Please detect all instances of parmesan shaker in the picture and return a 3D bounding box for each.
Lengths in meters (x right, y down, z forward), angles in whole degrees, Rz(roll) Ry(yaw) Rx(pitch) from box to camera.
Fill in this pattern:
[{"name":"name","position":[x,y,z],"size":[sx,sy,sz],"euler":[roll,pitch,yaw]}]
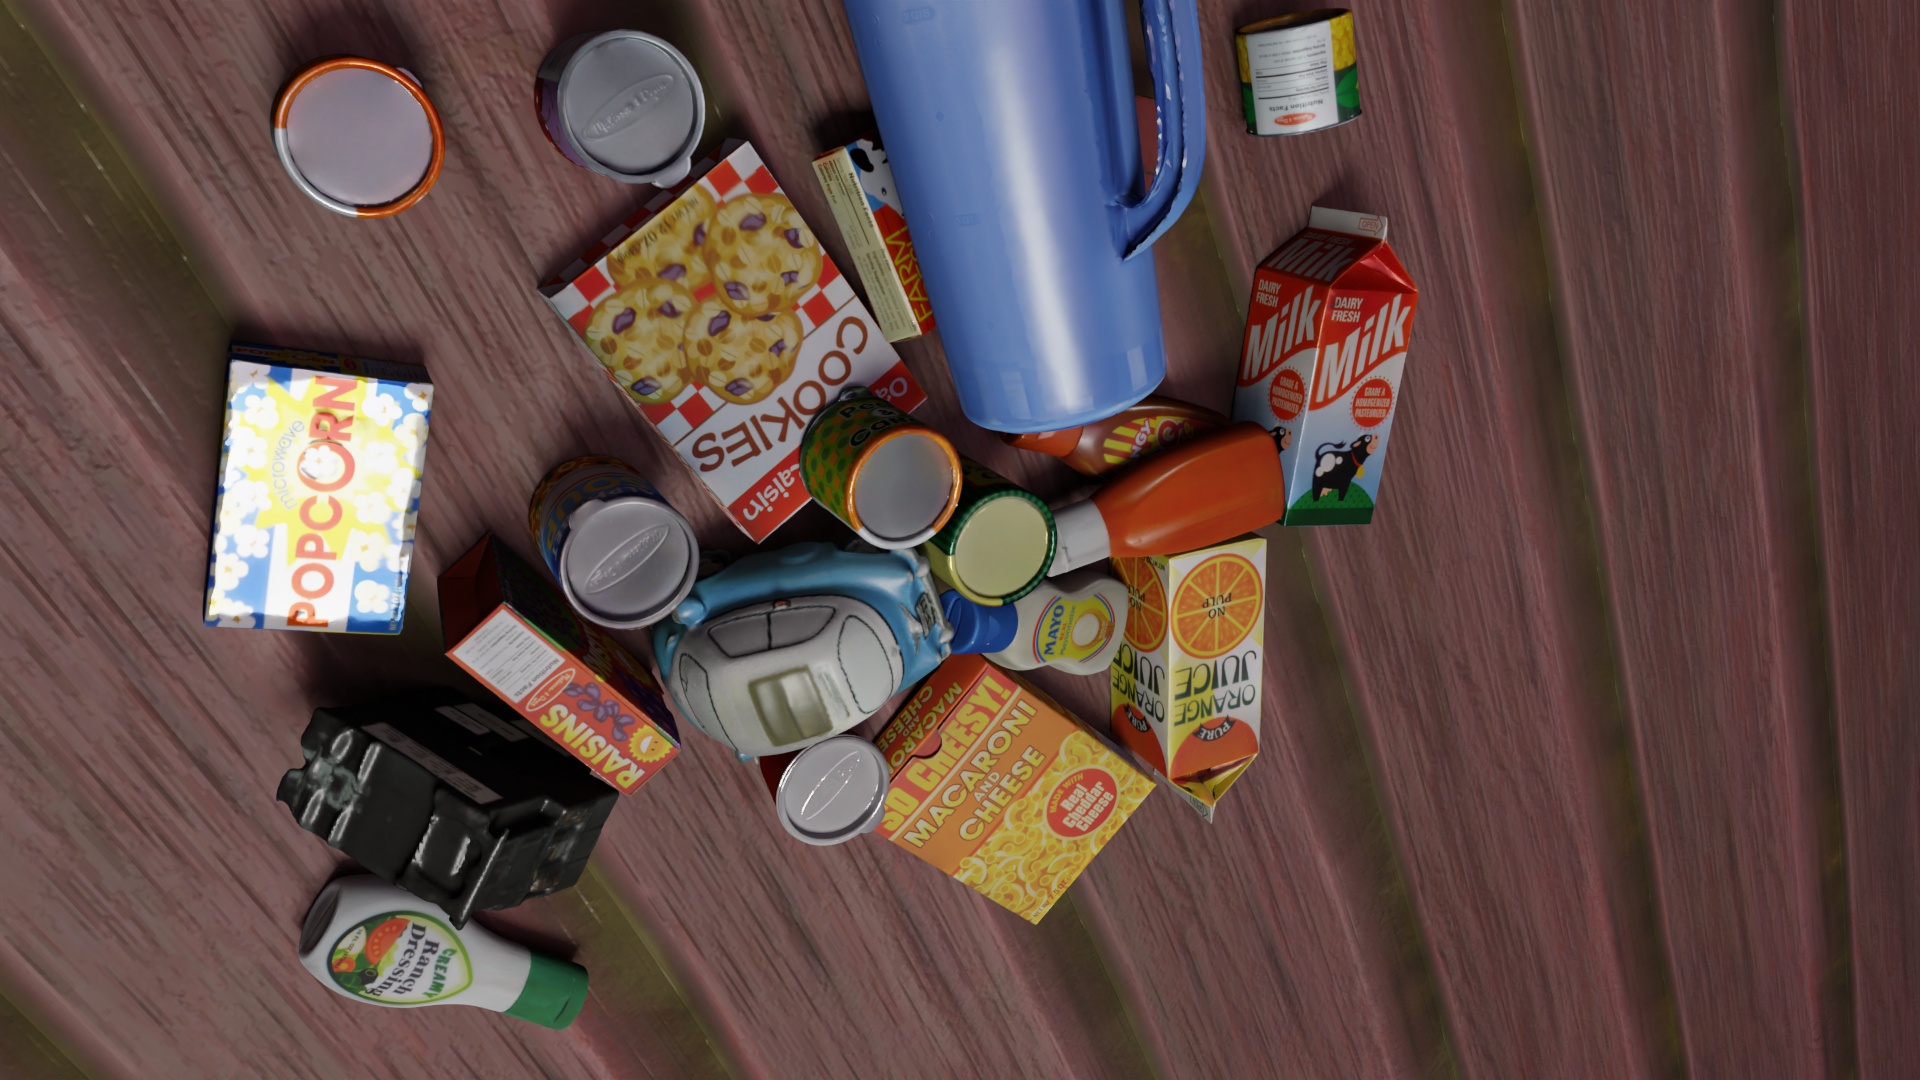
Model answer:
[{"name":"parmesan shaker","position":[0.003,-0.010,0.766],"size":[0.071,0.103,0.071],"euler":[-10,112,-25]}]

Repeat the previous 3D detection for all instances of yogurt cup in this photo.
[{"name":"yogurt cup","position":[-0.082,0.133,0.800],"size":[0.072,0.054,0.072],"euler":[-9,111,-25]}]

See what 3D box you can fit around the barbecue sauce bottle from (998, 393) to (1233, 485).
[{"name":"barbecue sauce bottle","position":[0.093,-0.061,0.831],"size":[0.149,0.044,0.064],"euler":[10,105,-30]}]

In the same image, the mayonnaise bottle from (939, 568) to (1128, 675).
[{"name":"mayonnaise bottle","position":[0.042,0.048,0.816],"size":[0.148,0.041,0.064],"euler":[4,102,-51]}]

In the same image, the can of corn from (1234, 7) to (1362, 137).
[{"name":"can of corn","position":[0.195,-0.270,0.800],"size":[0.071,0.071,0.058],"euler":[-22,116,-19]}]

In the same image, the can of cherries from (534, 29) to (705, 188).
[{"name":"can of cherries","position":[-0.157,-0.198,0.642],"size":[0.072,0.058,0.071],"euler":[-10,111,-26]}]

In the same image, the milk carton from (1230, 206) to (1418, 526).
[{"name":"milk carton","position":[0.225,-0.109,0.867],"size":[0.073,0.072,0.189],"euler":[-2,108,-27]}]

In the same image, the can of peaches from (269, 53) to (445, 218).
[{"name":"can of peaches","position":[-0.258,-0.176,0.596],"size":[0.071,0.058,0.071],"euler":[-9,112,-24]}]

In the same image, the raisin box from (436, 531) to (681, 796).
[{"name":"raisin box","position":[-0.200,0.061,0.694],"size":[0.040,0.086,0.123],"euler":[-42,121,-2]}]

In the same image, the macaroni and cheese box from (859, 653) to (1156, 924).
[{"name":"macaroni and cheese box","position":[0.026,0.154,0.867],"size":[0.166,0.040,0.123],"euler":[38,93,-32]}]

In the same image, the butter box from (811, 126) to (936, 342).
[{"name":"butter box","position":[-0.036,-0.158,0.718],"size":[0.053,0.024,0.103],"euler":[-47,120,-49]}]

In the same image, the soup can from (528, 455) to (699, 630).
[{"name":"soup can","position":[-0.174,-0.003,0.686],"size":[0.071,0.084,0.071],"euler":[-9,112,-25]}]

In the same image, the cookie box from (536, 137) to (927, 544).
[{"name":"cookie box","position":[-0.112,-0.099,0.712],"size":[0.123,0.040,0.167],"euler":[-42,120,-9]}]

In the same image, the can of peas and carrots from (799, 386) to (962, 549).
[{"name":"can of peas and carrots","position":[-0.040,-0.038,0.710],"size":[0.071,0.059,0.070],"euler":[-13,116,-27]}]

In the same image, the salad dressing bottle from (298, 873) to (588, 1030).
[{"name":"salad dressing bottle","position":[-0.270,0.223,0.738],"size":[0.147,0.044,0.064],"euler":[32,90,-33]}]

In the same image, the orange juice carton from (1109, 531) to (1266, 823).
[{"name":"orange juice carton","position":[0.144,0.082,0.892],"size":[0.073,0.072,0.191],"euler":[-12,112,-23]}]

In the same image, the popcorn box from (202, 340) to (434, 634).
[{"name":"popcorn box","position":[-0.297,-0.022,0.641],"size":[0.085,0.038,0.126],"euler":[6,105,-29]}]

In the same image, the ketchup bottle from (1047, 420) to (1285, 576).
[{"name":"ketchup bottle","position":[0.114,-0.019,0.810],"size":[0.149,0.044,0.064],"euler":[-19,118,-10]}]
